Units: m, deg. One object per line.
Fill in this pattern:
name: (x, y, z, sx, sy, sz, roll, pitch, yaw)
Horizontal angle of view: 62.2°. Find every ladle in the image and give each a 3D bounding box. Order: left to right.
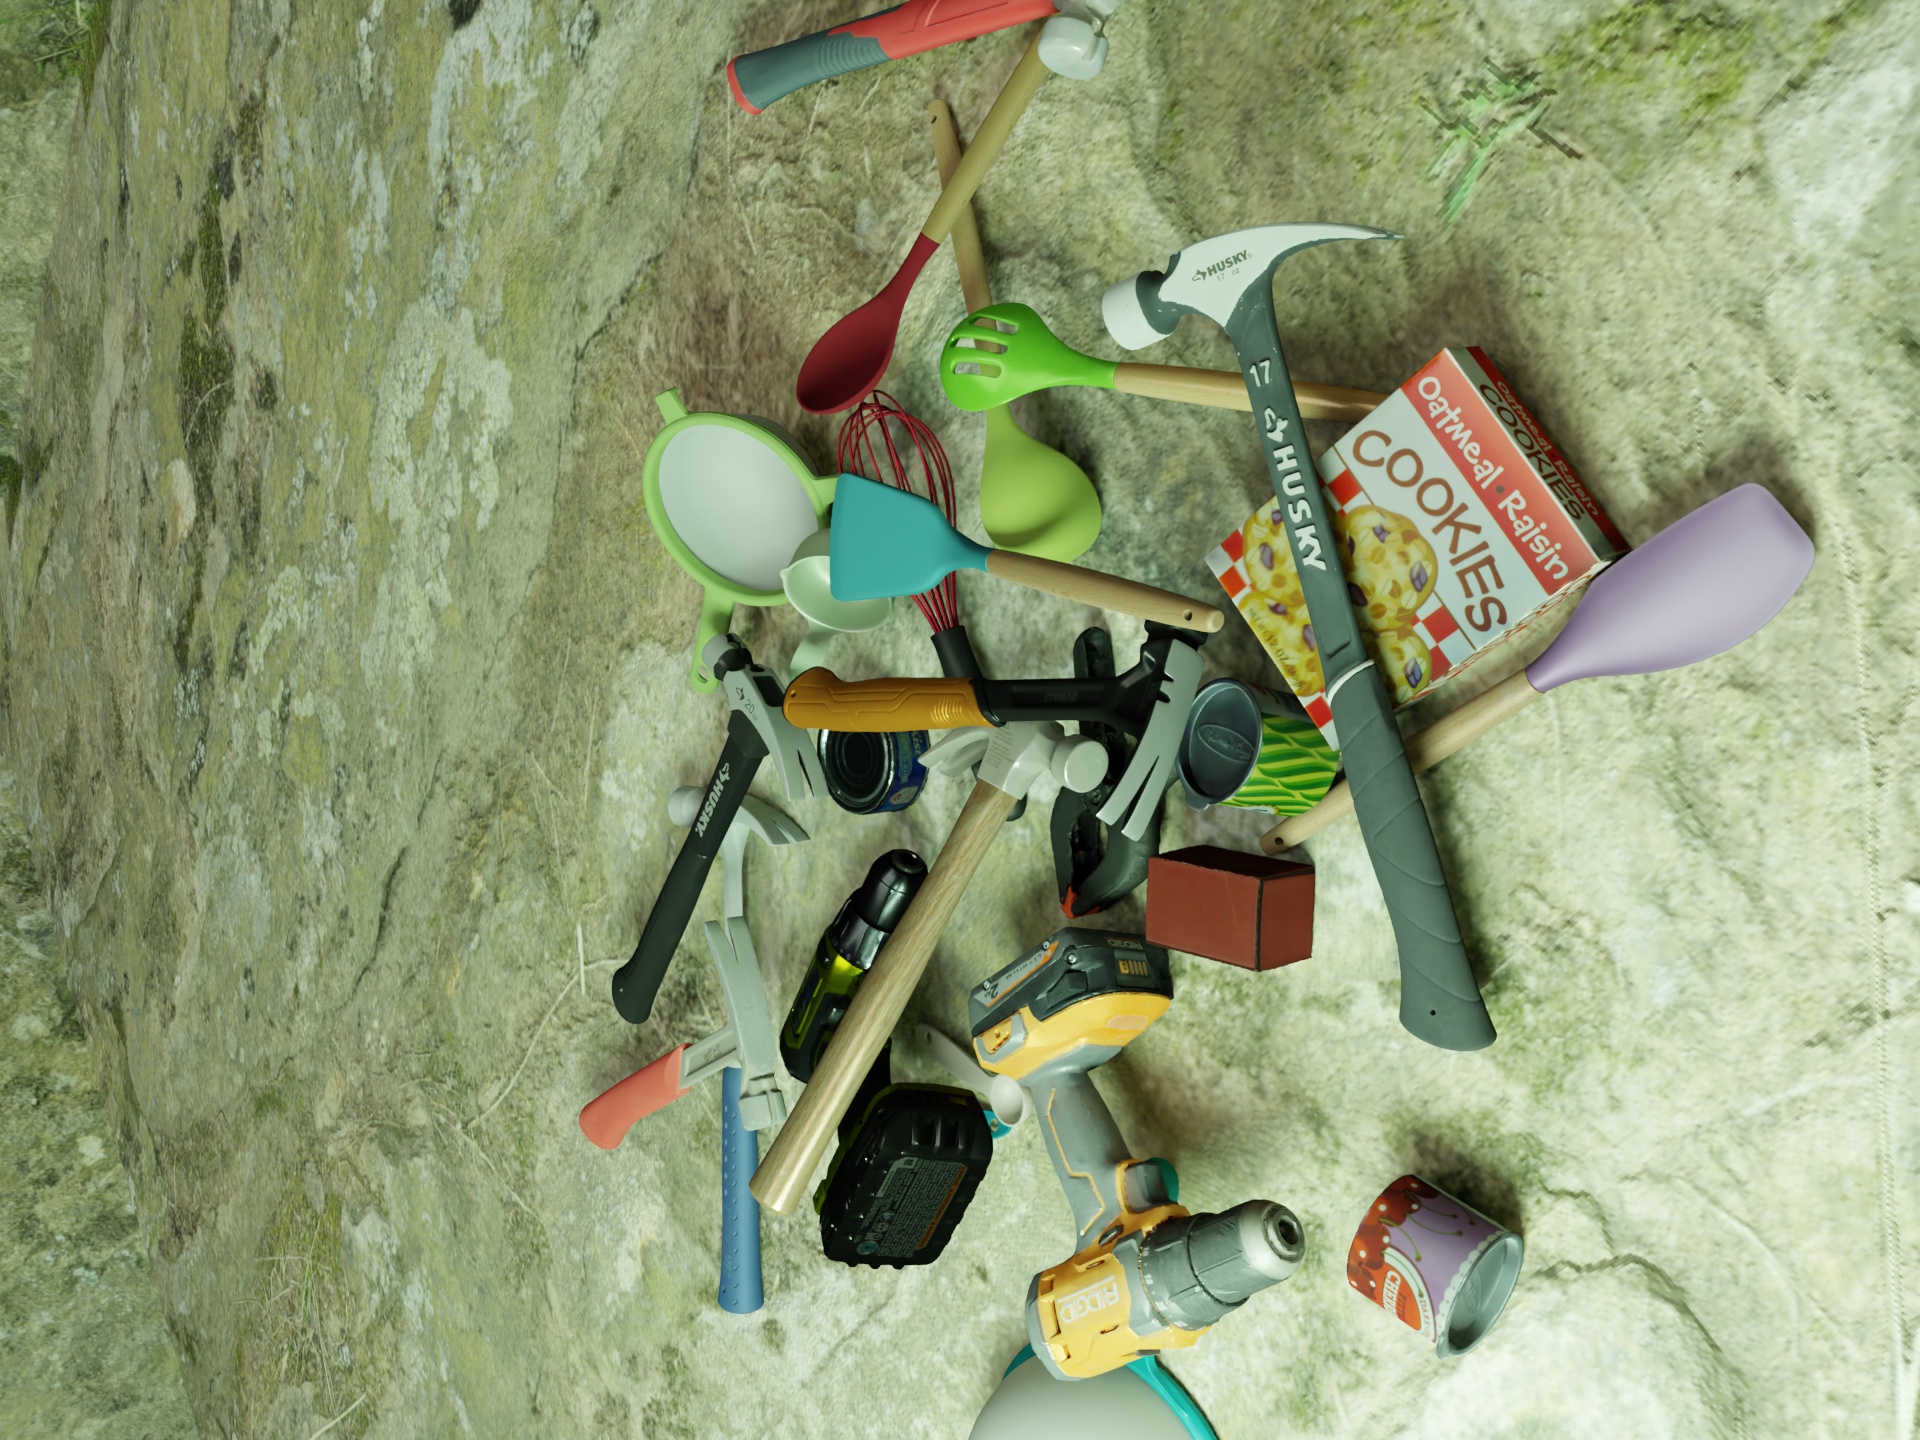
ladle: (-0.006, -0.319, 0.972, 0.315, 0.031, 0.069, -55, 48, 19)
ladle: (0.023, -0.245, 0.986, 0.078, 0.062, 0.320, -28, 66, 46)

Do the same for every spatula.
spatula: (0.027, -0.084, 0.906, 0.318, 0.044, 0.082, 21, 110, 51)
spatula: (0.257, -0.005, 0.763, 0.060, 0.018, 0.316, 52, 132, 1)

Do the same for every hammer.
hammer: (-0.232, 0.272, 1.250, 0.359, 0.036, 0.149, -37, 64, 52)
hammer: (-0.196, 0.108, 1.193, 0.146, 0.035, 0.334, 50, 127, 33)
hammer: (-0.170, 0.257, 1.231, 0.144, 0.035, 0.405, 4, 96, 47)
hammer: (-0.034, 0.139, 0.944, 0.130, 0.031, 0.331, 27, 87, 55)
hammer: (-0.029, -0.451, 1.006, 0.386, 0.038, 0.143, 14, 83, 50)
hammer: (-0.001, -0.003, 0.944, 0.337, 0.034, 0.127, 1, 66, 49)
hammer: (0.187, -0.039, 0.762, 0.149, 0.036, 0.409, -15, 92, 42)

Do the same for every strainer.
strainer: (-0.159, -0.125, 1.170, 0.151, 0.069, 0.256, 28, 134, 8)
strainer: (0.073, 0.425, 0.944, 0.211, 0.095, 0.340, 20, 109, 44)

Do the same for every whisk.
whisk: (-0.015, -0.075, 1.023, 0.073, 0.073, 0.296, -25, 81, 45)

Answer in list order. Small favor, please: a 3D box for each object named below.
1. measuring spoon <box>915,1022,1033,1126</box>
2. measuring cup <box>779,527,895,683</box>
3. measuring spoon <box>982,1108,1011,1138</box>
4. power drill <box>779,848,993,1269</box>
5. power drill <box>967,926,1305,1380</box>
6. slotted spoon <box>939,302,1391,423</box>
measuring spoon: (0.010, 0.230, 1.056, 0.124, 0.018, 0.034, 26, 112, 50)
measuring cup: (-0.092, -0.076, 1.113, 0.167, 0.083, 0.038, 123, 167, -55)
measuring spoon: (-0.012, 0.274, 1.082, 0.128, 0.021, 0.042, -10, 74, 38)
power drill: (-0.051, 0.213, 1.029, 0.229, 0.080, 0.190, -112, 40, -52)
power drill: (0.093, 0.230, 0.881, 0.185, 0.084, 0.226, -41, 50, 41)
slotted spoon: (0.110, -0.187, 0.867, 0.314, 0.031, 0.070, 17, 84, 34)
